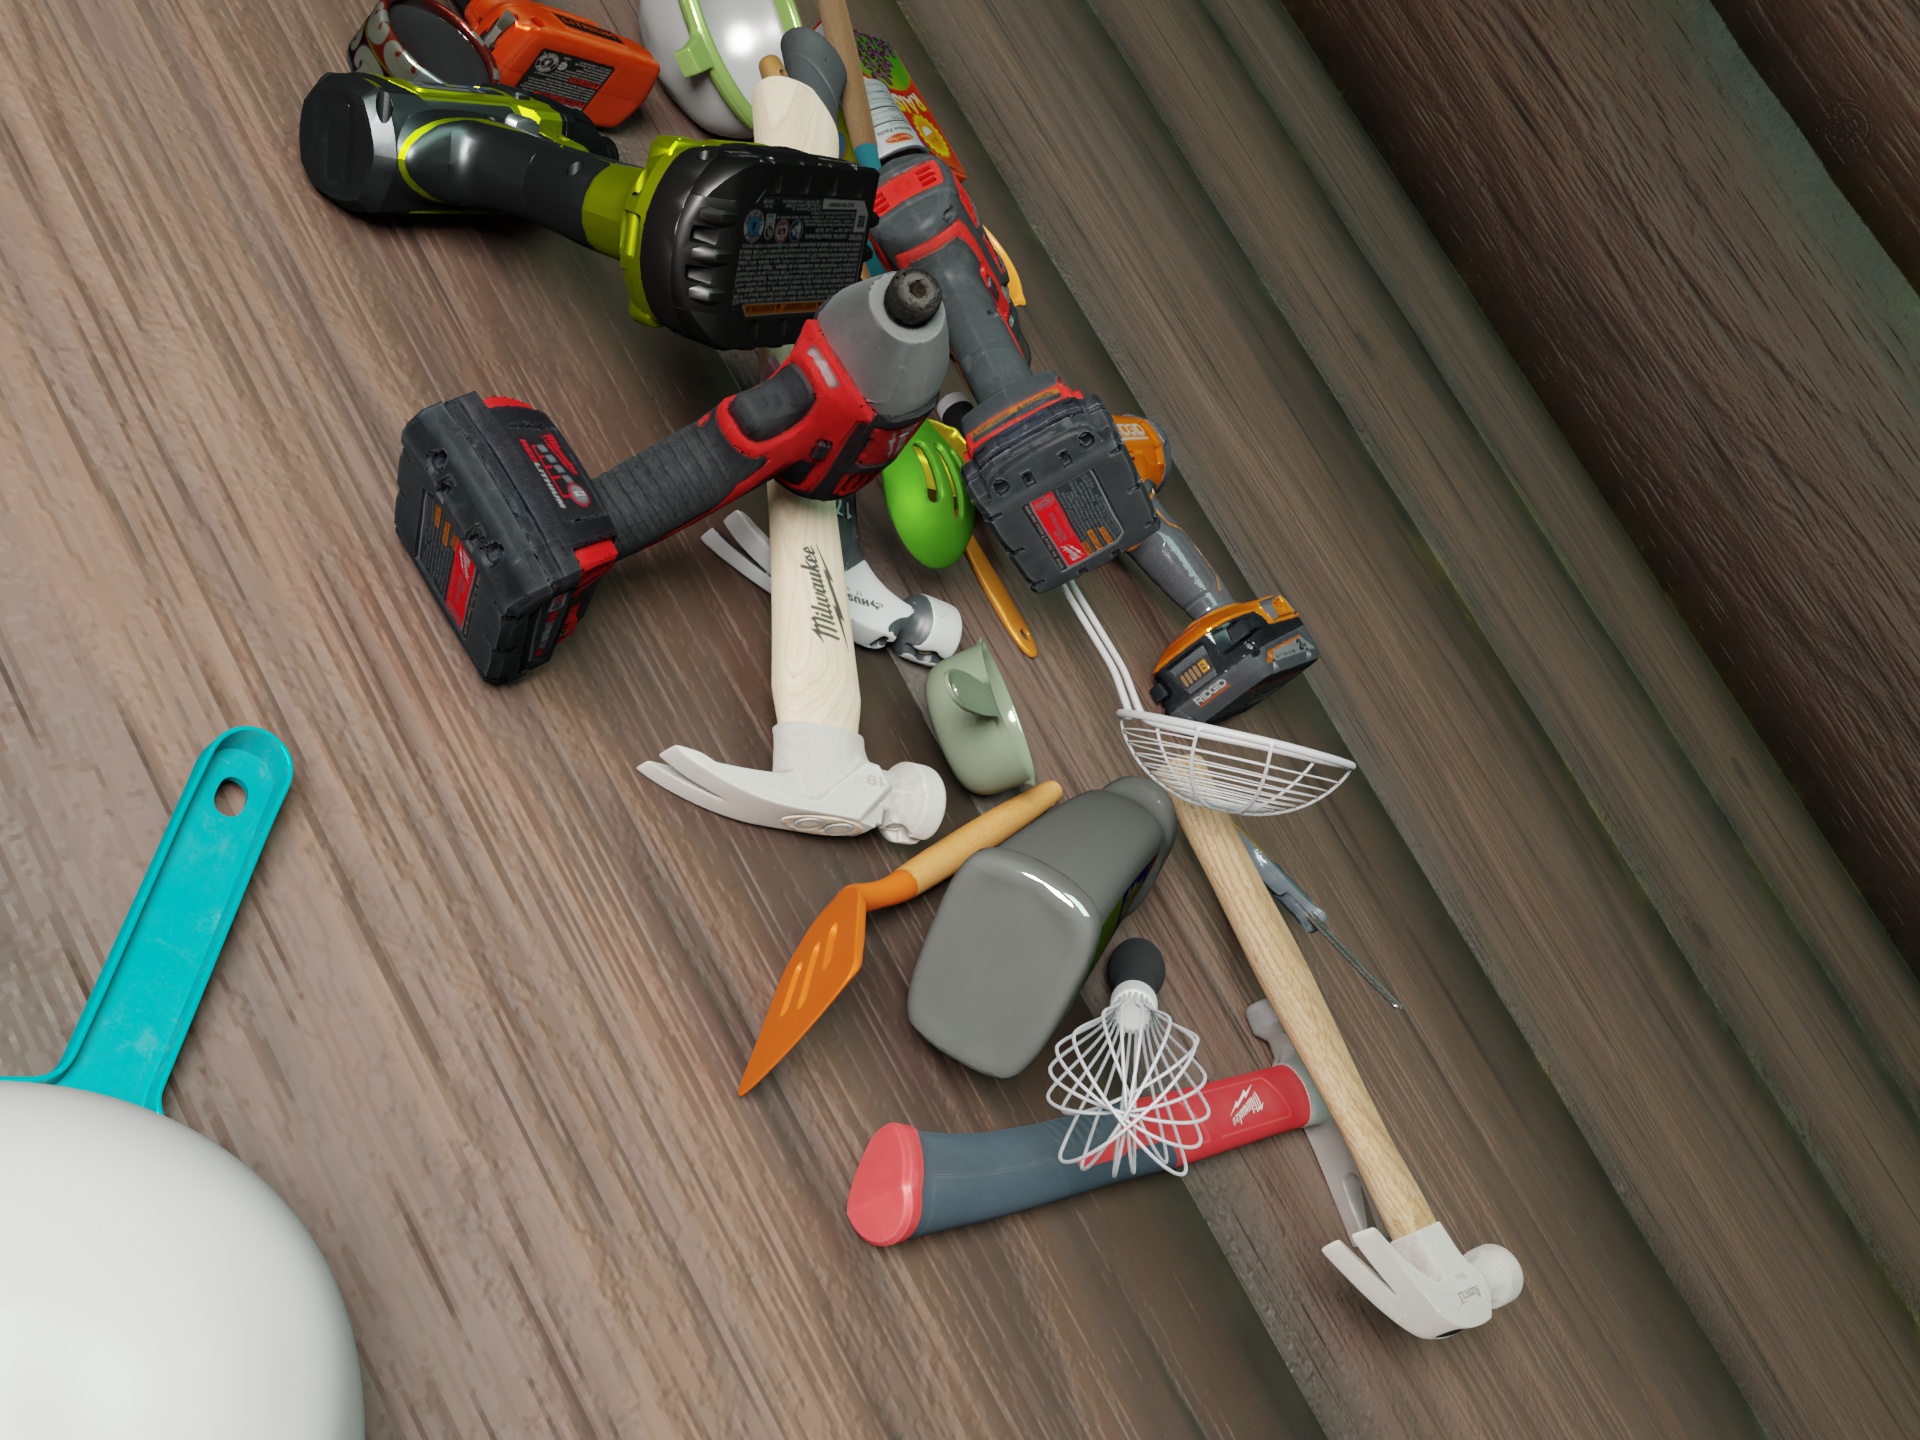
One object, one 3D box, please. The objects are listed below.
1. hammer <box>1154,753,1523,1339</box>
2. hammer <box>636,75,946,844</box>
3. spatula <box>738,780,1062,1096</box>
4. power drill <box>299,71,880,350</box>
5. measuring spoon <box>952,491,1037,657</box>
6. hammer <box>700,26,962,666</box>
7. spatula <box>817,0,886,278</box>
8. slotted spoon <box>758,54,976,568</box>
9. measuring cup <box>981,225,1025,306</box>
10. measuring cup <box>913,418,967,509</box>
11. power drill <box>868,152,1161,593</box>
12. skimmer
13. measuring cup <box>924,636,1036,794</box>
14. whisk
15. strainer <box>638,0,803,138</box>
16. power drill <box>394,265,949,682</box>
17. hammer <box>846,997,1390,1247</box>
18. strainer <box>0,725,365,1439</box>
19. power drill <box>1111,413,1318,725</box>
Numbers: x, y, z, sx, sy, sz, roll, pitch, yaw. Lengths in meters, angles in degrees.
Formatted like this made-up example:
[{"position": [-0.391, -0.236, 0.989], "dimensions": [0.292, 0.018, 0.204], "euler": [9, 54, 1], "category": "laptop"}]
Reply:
[{"position": [0.185, 0.164, 0.851], "dimensions": [0.130, 0.031, 0.332], "euler": [6, 53, -50], "category": "hammer"}, {"position": [-0.087, -0.146, 0.770], "dimensions": [0.146, 0.038, 0.411], "euler": [14, 62, -40], "category": "hammer"}, {"position": [-0.010, 0.076, 0.738], "dimensions": [0.041, 0.081, 0.322], "euler": [46, 26, 10], "category": "spatula"}, {"position": [-0.155, -0.239, 0.718], "dimensions": [0.223, 0.080, 0.171], "euler": [24, 26, 23], "category": "power drill"}, {"position": [0.019, -0.090, 0.959], "dimensions": [0.021, 0.011, 0.117], "euler": [-13, 71, -56], "category": "measuring spoon"}, {"position": [-0.079, -0.230, 0.887], "dimensions": [0.149, 0.036, 0.409], "euler": [18, 56, -41], "category": "hammer"}, {"position": [-0.075, -0.381, 1.011], "dimensions": [0.082, 0.044, 0.318], "euler": [8, 66, -54], "category": "spatula"}, {"position": [-0.055, -0.230, 0.865], "dimensions": [0.070, 0.031, 0.314], "euler": [-6, 71, -51], "category": "slotted spoon"}, {"position": [-0.013, -0.275, 1.051], "dimensions": [0.095, 0.052, 0.174], "euler": [41, 37, -21], "category": "measuring cup"}, {"position": [-0.058, -0.174, 0.931], "dimensions": [0.156, 0.029, 0.062], "euler": [33, 45, -11], "category": "measuring cup"}, {"position": [0.027, -0.184, 0.886], "dimensions": [0.227, 0.080, 0.187], "euler": [66, 9, 28], "category": "power drill"}, {"position": [0.090, -0.086, 0.916], "dimensions": [0.127, 0.090, 0.364], "euler": [13, 40, -48], "category": "skimmer"}, {"position": [-0.001, -0.002, 0.774], "dimensions": [0.167, 0.038, 0.083], "euler": [23, 46, -77], "category": "measuring cup"}, {"position": [0.077, 0.139, 0.720], "dimensions": [0.070, 0.070, 0.284], "euler": [55, 8, 0], "category": "whisk"}, {"position": [-0.162, -0.467, 0.973], "dimensions": [0.151, 0.069, 0.256], "euler": [10, 69, -66], "category": "strainer"}, {"position": [-0.102, -0.107, 0.626], "dimensions": [0.219, 0.143, 0.078], "euler": [-30, 87, -27], "category": "power drill"}, {"position": [0.094, 0.213, 0.758], "dimensions": [0.386, 0.038, 0.143], "euler": [5, 59, -51], "category": "hammer"}, {"position": [-0.211, 0.117, 0.392], "dimensions": [0.210, 0.095, 0.341], "euler": [33, 39, -30], "category": "strainer"}, {"position": [0.126, -0.107, 1.056], "dimensions": [0.164, 0.084, 0.226], "euler": [-16, 70, -56], "category": "power drill"}]
